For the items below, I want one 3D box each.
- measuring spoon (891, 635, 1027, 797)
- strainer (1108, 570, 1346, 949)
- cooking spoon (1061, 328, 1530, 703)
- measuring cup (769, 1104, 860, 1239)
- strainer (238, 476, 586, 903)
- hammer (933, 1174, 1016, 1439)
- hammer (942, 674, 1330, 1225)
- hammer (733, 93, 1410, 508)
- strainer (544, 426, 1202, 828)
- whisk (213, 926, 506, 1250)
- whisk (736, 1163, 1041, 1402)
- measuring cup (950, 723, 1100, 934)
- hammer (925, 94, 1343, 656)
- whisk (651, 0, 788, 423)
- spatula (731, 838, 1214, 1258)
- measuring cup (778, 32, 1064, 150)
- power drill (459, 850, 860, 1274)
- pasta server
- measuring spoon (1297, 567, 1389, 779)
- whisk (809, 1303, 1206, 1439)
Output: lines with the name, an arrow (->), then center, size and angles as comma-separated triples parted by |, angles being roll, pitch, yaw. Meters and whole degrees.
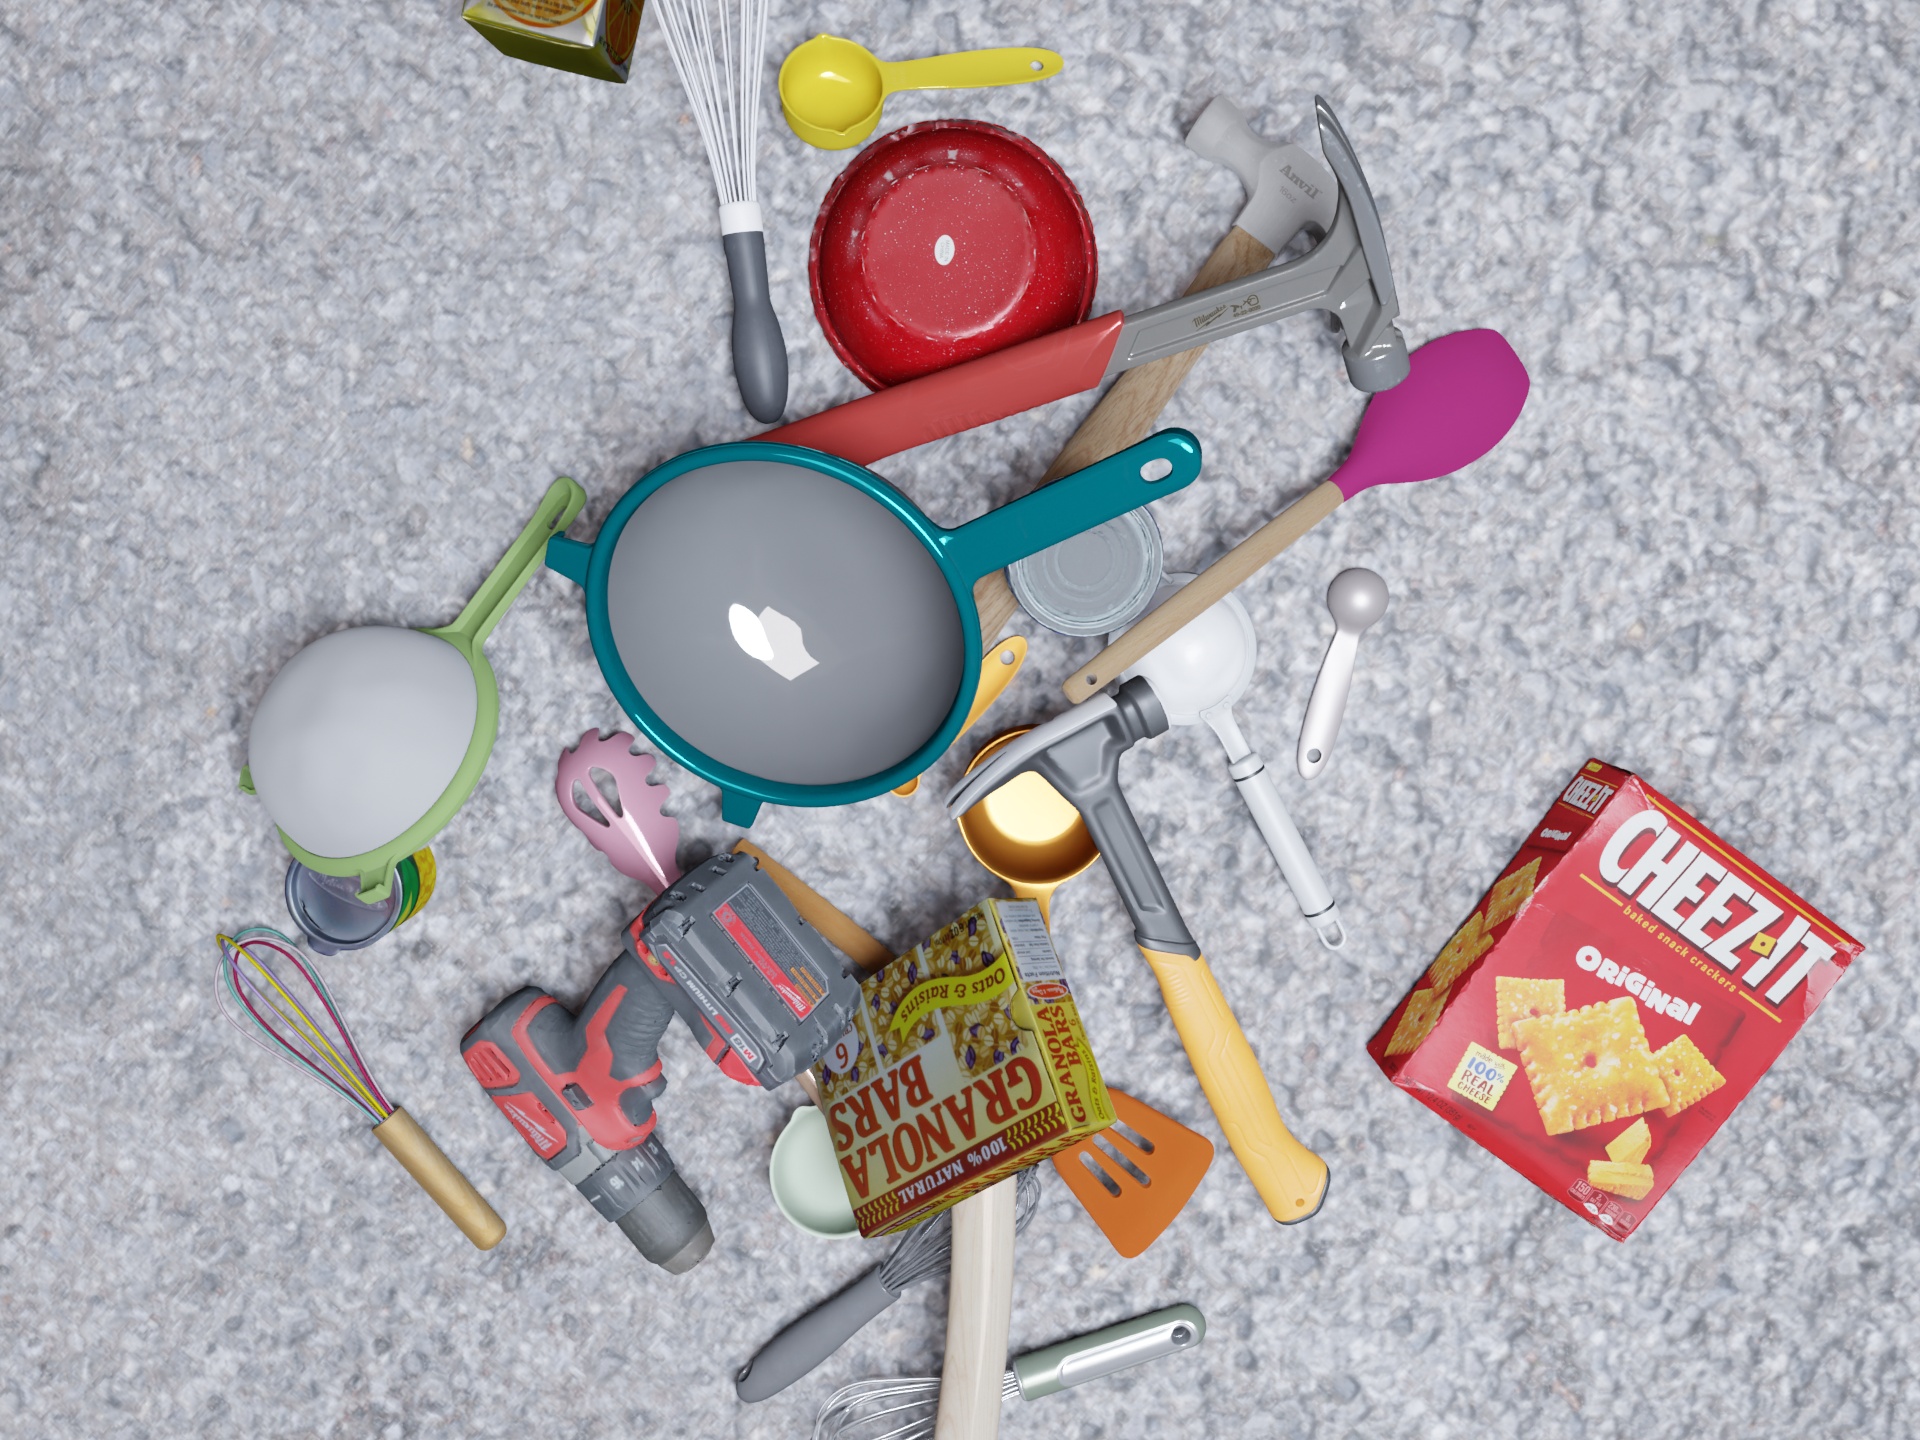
measuring spoon -> -0.001, -0.003, 0.911 | 0.021, 0.011, 0.117 | 40, 93, -3
strainer -> 0.159, 0.018, 0.893 | 0.087, 0.050, 0.258 | -30, 99, -9
cooking spoon -> 0.181, -0.108, 0.852 | 0.319, 0.017, 0.068 | -37, 95, -9
measuring cup -> -0.035, 0.235, 0.932 | 0.167, 0.038, 0.083 | -33, 85, -12
strainer -> -0.299, -0.039, 0.861 | 0.152, 0.069, 0.256 | 30, 81, 35
hammer -> 0.015, 0.366, 0.875 | 0.146, 0.038, 0.410 | 5, 92, 14
hammer -> 0.117, 0.147, 0.876 | 0.127, 0.034, 0.336 | -29, 107, -3
hammer -> 0.038, -0.187, 0.817 | 0.359, 0.037, 0.149 | -14, 132, 20
strainer -> -0.031, -0.086, 0.829 | 0.340, 0.095, 0.210 | -22, 114, 22
whisk -> -0.354, 0.217, 0.939 | 0.047, 0.051, 0.245 | -34, 99, 27
whisk -> -0.044, 0.329, 0.936 | 0.239, 0.055, 0.055 | -41, 94, 11
measuring cup -> 0.041, 0.086, 0.899 | 0.095, 0.052, 0.173 | 2, 99, 2
hammer -> 0.093, -0.167, 0.876 | 0.130, 0.031, 0.331 | 36, 97, -2
whisk -> -0.124, -0.304, 0.859 | 0.070, 0.070, 0.284 | -6, 102, 3
spatula -> -0.004, 0.173, 0.908 | 0.322, 0.041, 0.081 | 39, 87, 2
measuring cup -> -0.021, -0.343, 0.864 | 0.156, 0.029, 0.062 | -10, 78, -9
power drill -> -0.157, 0.196, 0.874 | 0.226, 0.080, 0.188 | -39, 91, 31
pasta server -> -0.129, 0.138, 0.905 | 0.060, 0.040, 0.316 | -37, 90, 6
measuring spoon -> 0.213, -0.025, 0.894 | 0.034, 0.018, 0.124 | 14, 98, 0
whisk -> 0.028, 0.392, 0.938 | 0.246, 0.059, 0.058 | -18, 98, -1
